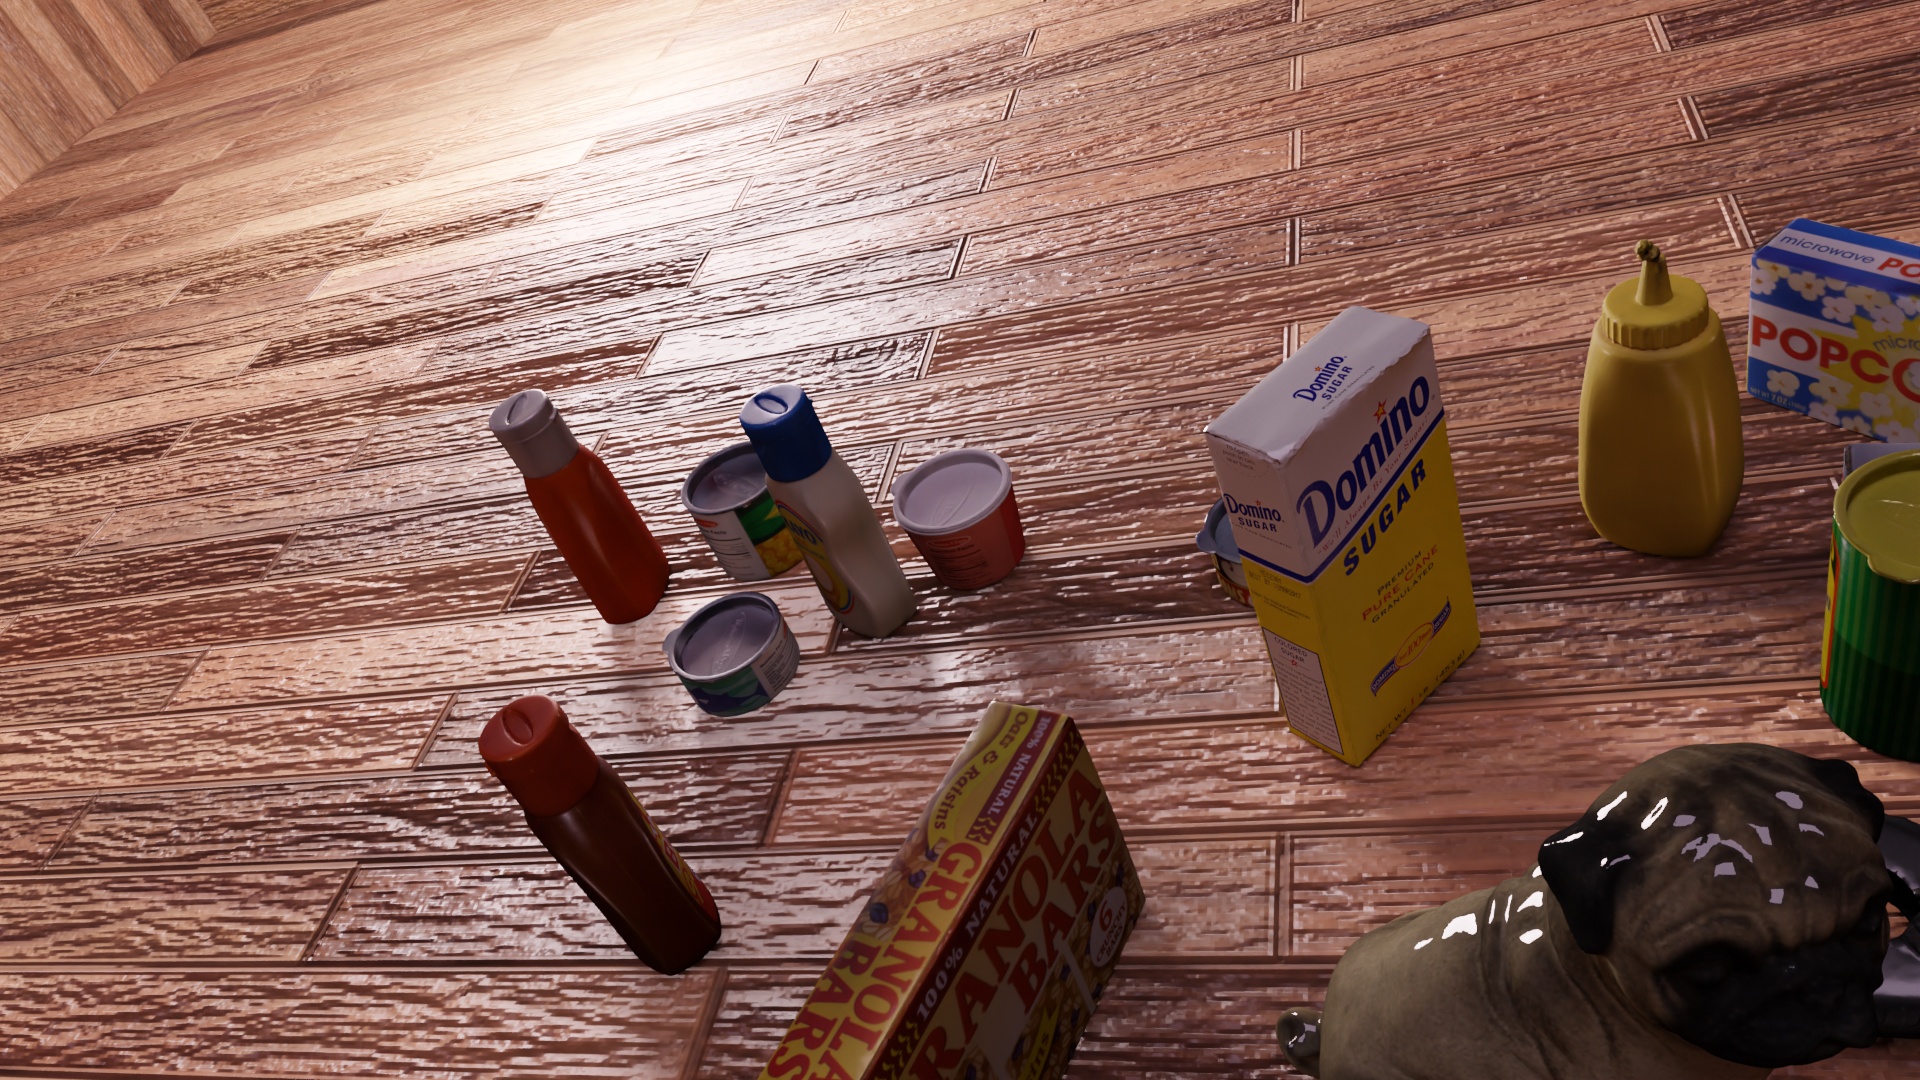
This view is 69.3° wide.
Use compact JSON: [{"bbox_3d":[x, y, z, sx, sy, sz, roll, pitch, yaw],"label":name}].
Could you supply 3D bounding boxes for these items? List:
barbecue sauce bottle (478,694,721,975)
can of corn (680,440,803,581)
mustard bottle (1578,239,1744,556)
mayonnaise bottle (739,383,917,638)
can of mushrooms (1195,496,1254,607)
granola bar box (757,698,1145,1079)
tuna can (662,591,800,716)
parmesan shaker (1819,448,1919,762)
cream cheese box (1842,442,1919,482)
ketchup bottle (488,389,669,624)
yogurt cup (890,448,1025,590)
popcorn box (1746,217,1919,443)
[{"bbox_3d":[-0.158,0.129,0.612,0.044,0.148,0.065,-37,40,-16],"label":"barbecue sauce bottle"},{"bbox_3d":[-0.125,-0.019,0.841,0.071,0.058,0.071,-14,39,12],"label":"can of corn"},{"bbox_3d":[0.301,-0.064,0.598,0.065,0.159,0.049,15,52,39],"label":"mustard bottle"},{"bbox_3d":[-0.072,-0.015,0.738,0.041,0.147,0.065,-40,41,-20],"label":"mayonnaise bottle"},{"bbox_3d":[0.156,0.001,0.697,0.071,0.033,0.071,-14,39,12],"label":"can of mushrooms"},{"bbox_3d":[0.007,0.161,0.512,0.039,0.123,0.166,8,48,34],"label":"granola bar box"},{"bbox_3d":[-0.126,0.063,0.766,0.071,0.032,0.071,-14,39,12],"label":"tuna can"},{"bbox_3d":[0.355,0.027,0.511,0.071,0.102,0.072,-14,39,12],"label":"parmesan shaker"},{"bbox_3d":[0.420,-0.014,0.567,0.104,0.053,0.024,1,44,27],"label":"cream cheese box"},{"bbox_3d":[-0.223,-0.021,0.819,0.043,0.148,0.065,-14,39,12],"label":"ketchup bottle"},{"bbox_3d":[0.003,-0.010,0.770,0.072,0.053,0.073,-14,39,12],"label":"yogurt cup"},{"bbox_3d":[0.424,-0.088,0.625,0.038,0.085,0.127,-36,40,-15],"label":"popcorn box"}]
